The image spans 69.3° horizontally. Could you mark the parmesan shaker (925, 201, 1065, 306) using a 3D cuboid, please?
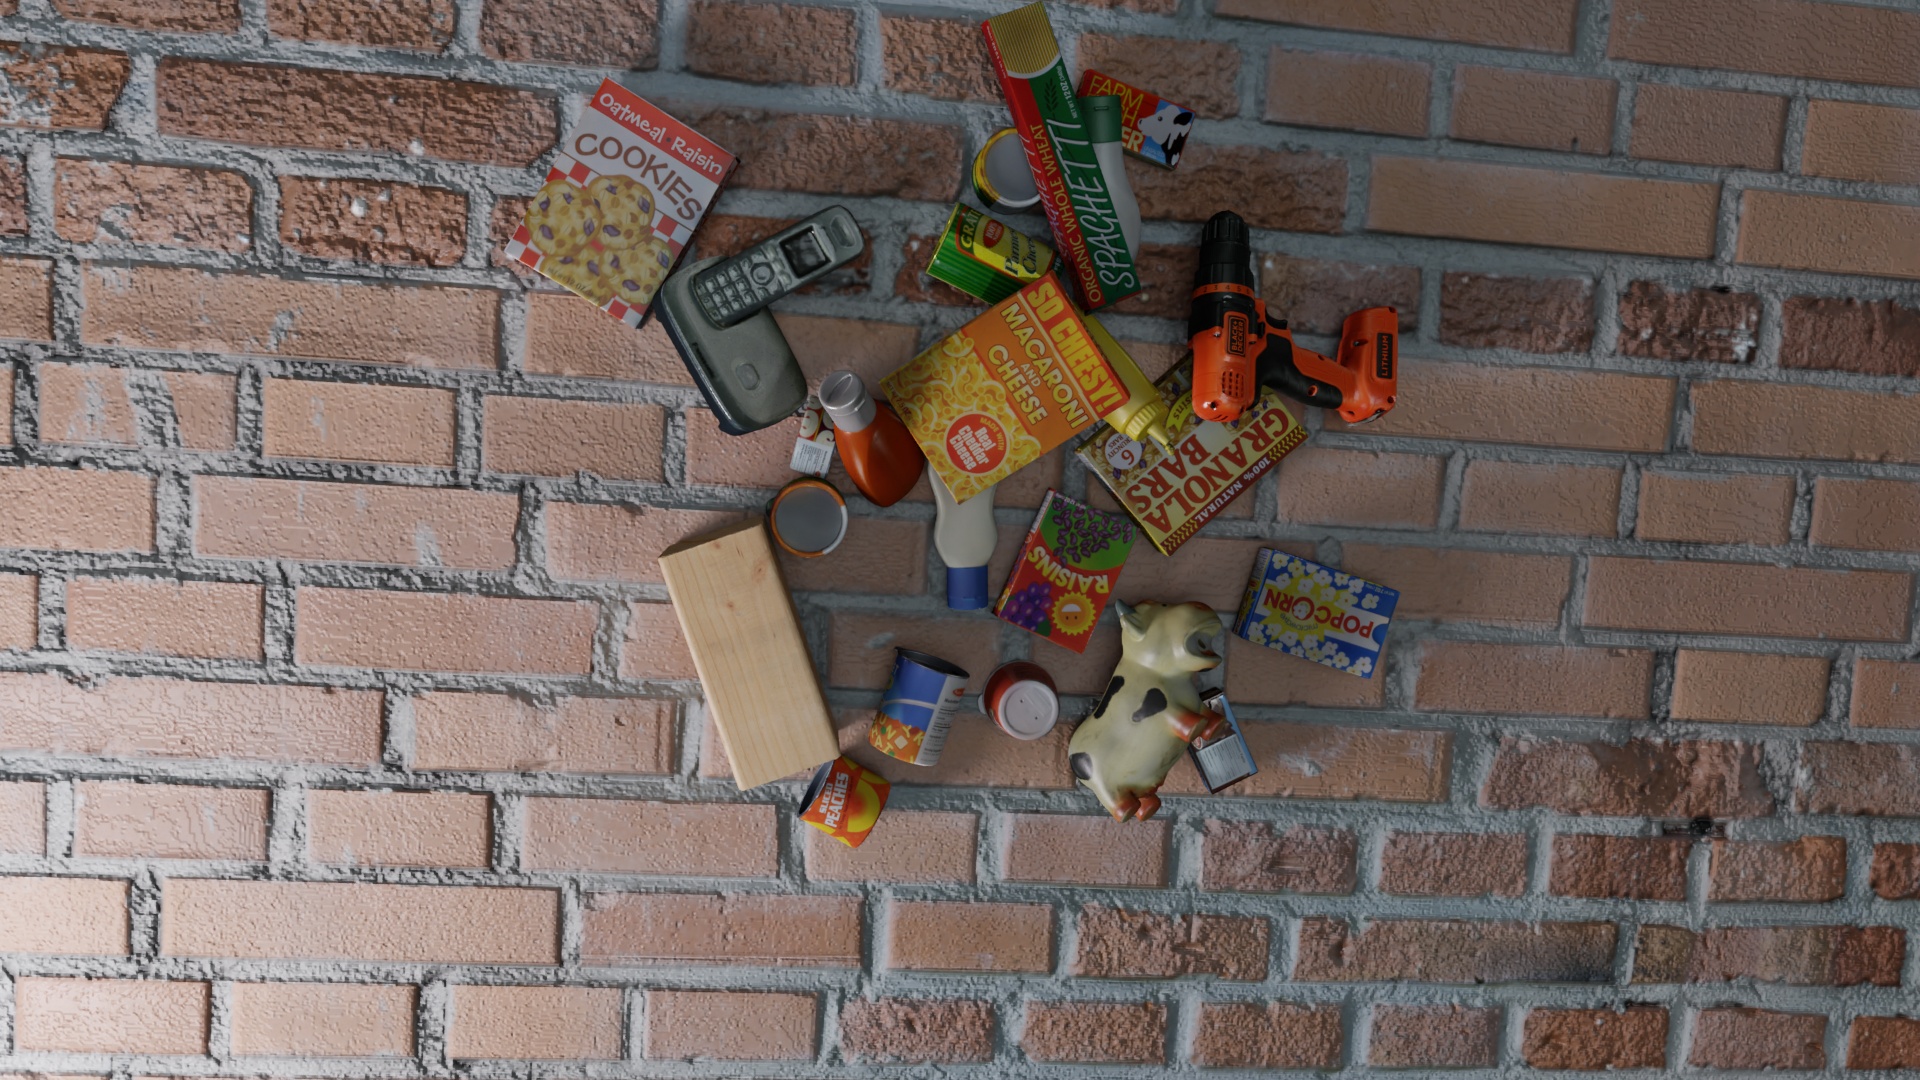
[{"bbox_3d":[0.031,-0.237,1.179,0.103,0.071,0.071,24,93,-8],"label":"parmesan shaker"}]

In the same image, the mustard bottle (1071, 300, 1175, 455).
[{"bbox_3d":[0.130,-0.131,1.176,0.049,0.065,0.160,-38,75,-10],"label":"mustard bottle"}]

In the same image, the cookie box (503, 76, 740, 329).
[{"bbox_3d":[-0.279,-0.278,1.154,0.123,0.040,0.167,31,93,-8],"label":"cookie box"}]

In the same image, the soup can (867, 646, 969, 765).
[{"bbox_3d":[-0.039,0.144,1.208,0.071,0.071,0.083,20,94,-7],"label":"soup can"}]

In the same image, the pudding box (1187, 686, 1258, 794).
[{"bbox_3d":[0.229,0.180,1.256,0.050,0.030,0.083,-25,97,-2],"label":"pudding box"}]

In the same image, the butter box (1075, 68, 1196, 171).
[{"bbox_3d":[0.146,-0.362,1.198,0.103,0.024,0.053,20,94,-7],"label":"butter box"}]

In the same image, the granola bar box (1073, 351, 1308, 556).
[{"bbox_3d":[0.203,-0.086,1.223,0.165,0.039,0.124,-41,98,-1],"label":"granola bar box"}]

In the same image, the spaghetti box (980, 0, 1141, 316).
[{"bbox_3d":[0.084,-0.310,1.135,0.050,0.029,0.249,-22,98,-8],"label":"spaghetti box"}]

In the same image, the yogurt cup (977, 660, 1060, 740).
[{"bbox_3d":[0.056,0.143,1.222,0.072,0.054,0.072,-1,96,-7],"label":"yogurt cup"}]

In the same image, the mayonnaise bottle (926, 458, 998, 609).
[{"bbox_3d":[0.004,-0.015,1.209,0.065,0.041,0.148,-2,97,-5],"label":"mayonnaise bottle"}]

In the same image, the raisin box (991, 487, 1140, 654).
[{"bbox_3d":[0.092,0.026,1.223,0.086,0.040,0.123,24,91,-8],"label":"raisin box"}]

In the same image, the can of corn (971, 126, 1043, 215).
[{"bbox_3d":[0.044,-0.315,1.175,0.071,0.058,0.071,-1,96,-6],"label":"can of corn"}]

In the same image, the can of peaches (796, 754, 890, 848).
[{"bbox_3d":[-0.101,0.225,1.205,0.058,0.071,0.071,31,92,-9],"label":"can of peaches"}]

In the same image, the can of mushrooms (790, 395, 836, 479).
[{"bbox_3d":[-0.120,-0.089,1.177,0.033,0.071,0.071,16,94,-6],"label":"can of mushrooms"}]

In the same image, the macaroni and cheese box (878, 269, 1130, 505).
[{"bbox_3d":[0.037,-0.125,1.136,0.166,0.040,0.123,-31,99,16],"label":"macaroni and cheese box"}]

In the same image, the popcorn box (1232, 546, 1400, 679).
[{"bbox_3d":[0.319,0.064,1.250,0.127,0.038,0.085,18,92,-7],"label":"popcorn box"}]

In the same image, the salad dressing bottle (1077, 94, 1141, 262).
[{"bbox_3d":[0.120,-0.300,1.177,0.064,0.044,0.147,-3,108,2],"label":"salad dressing bottle"}]

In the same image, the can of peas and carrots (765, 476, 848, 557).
[{"bbox_3d":[-0.131,-0.021,1.184,0.071,0.059,0.071,-1,95,-6],"label":"can of peas and carrots"}]

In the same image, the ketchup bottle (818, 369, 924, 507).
[{"bbox_3d":[-0.075,-0.086,1.141,0.043,0.148,0.065,31,76,27],"label":"ketchup bottle"}]
